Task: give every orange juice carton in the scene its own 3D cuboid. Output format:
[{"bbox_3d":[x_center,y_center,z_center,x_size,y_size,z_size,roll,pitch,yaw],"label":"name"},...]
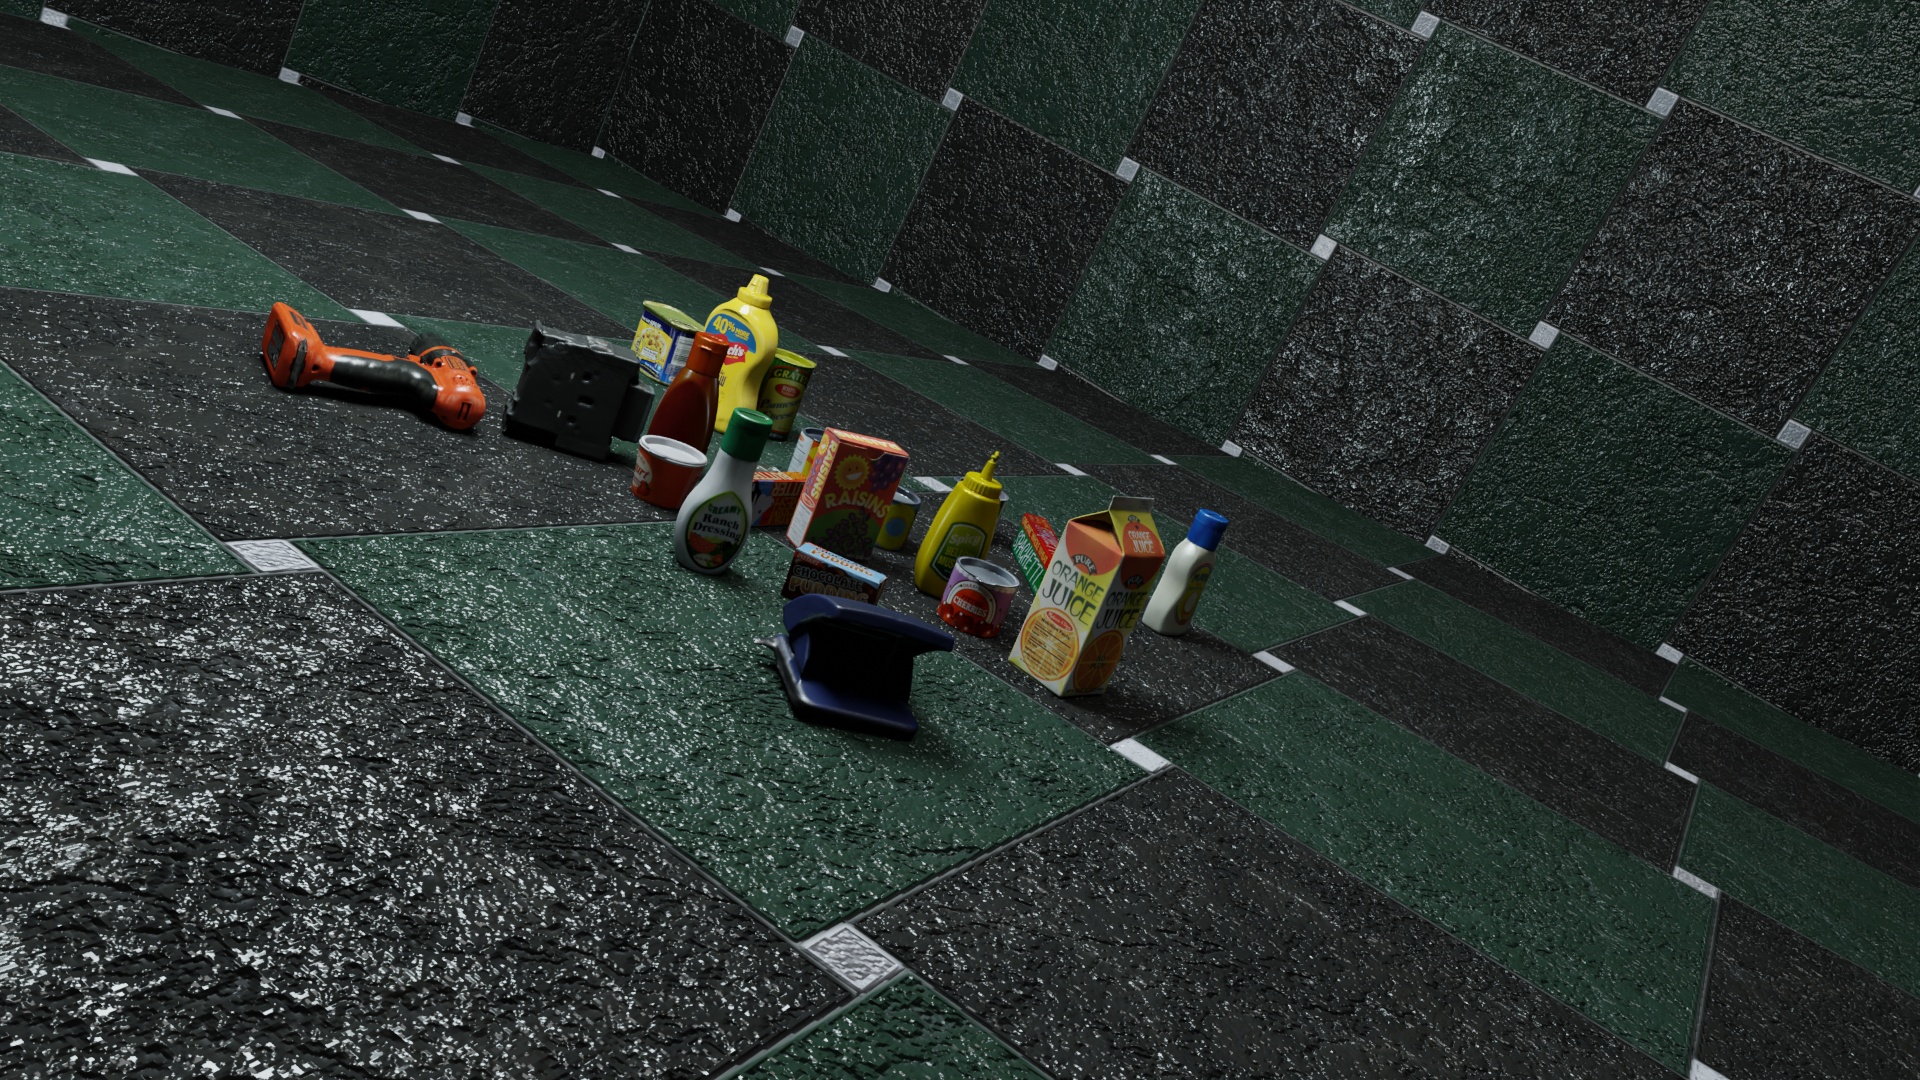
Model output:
[{"bbox_3d":[0.125,0.046,1.295,0.073,0.192,0.072,33,18,36],"label":"orange juice carton"}]

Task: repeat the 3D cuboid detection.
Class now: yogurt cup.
[{"bbox_3d":[-0.289,-0.066,1.364,0.072,0.053,0.072,21,15,-6],"label":"yogurt cup"}]

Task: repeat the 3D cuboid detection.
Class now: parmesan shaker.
[{"bbox_3d":[-0.230,-0.184,1.756,0.071,0.102,0.071,21,15,-6],"label":"parmesan shaker"}]

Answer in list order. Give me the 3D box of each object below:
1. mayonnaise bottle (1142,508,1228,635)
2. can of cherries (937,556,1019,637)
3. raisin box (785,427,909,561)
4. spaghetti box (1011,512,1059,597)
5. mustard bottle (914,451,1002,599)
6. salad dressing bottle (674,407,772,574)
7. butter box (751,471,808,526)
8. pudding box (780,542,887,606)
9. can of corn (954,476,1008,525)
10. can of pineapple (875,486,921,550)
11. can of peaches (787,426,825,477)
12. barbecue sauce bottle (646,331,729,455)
[{"bbox_3d":[0.262,0.037,1.601,0.065,0.147,0.041,5,22,-49],"label":"mayonnaise bottle"},{"bbox_3d":[0.016,0.056,1.364,0.071,0.058,0.072,21,15,-6],"label":"can of cherries"},{"bbox_3d":[-0.114,-0.045,1.405,0.086,0.123,0.040,11,18,-35],"label":"raisin box"},{"bbox_3d":[0.098,0.030,1.582,0.029,0.050,0.251,19,16,-14],"label":"spaghetti box"},{"bbox_3d":[0.005,-0.018,1.406,0.065,0.159,0.049,18,15,-16],"label":"mustard bottle"},{"bbox_3d":[-0.207,-0.044,1.225,0.064,0.147,0.044,15,16,-25],"label":"salad dressing bottle"},{"bbox_3d":[-0.196,-0.042,1.415,0.024,0.053,0.104,29,17,26],"label":"butter box"},{"bbox_3d":[-0.114,0.040,1.254,0.084,0.049,0.030,24,15,5],"label":"pudding box"},{"bbox_3d":[0.015,-0.039,1.686,0.071,0.058,0.071,21,15,-6],"label":"can of corn"},{"bbox_3d":[-0.081,-0.028,1.516,0.071,0.057,0.071,21,15,-6],"label":"can of pineapple"},{"bbox_3d":[-0.161,-0.093,1.627,0.071,0.058,0.071,21,15,-6],"label":"can of peaches"},{"bbox_3d":[-0.283,-0.144,1.460,0.065,0.148,0.044,22,15,0],"label":"barbecue sauce bottle"}]
